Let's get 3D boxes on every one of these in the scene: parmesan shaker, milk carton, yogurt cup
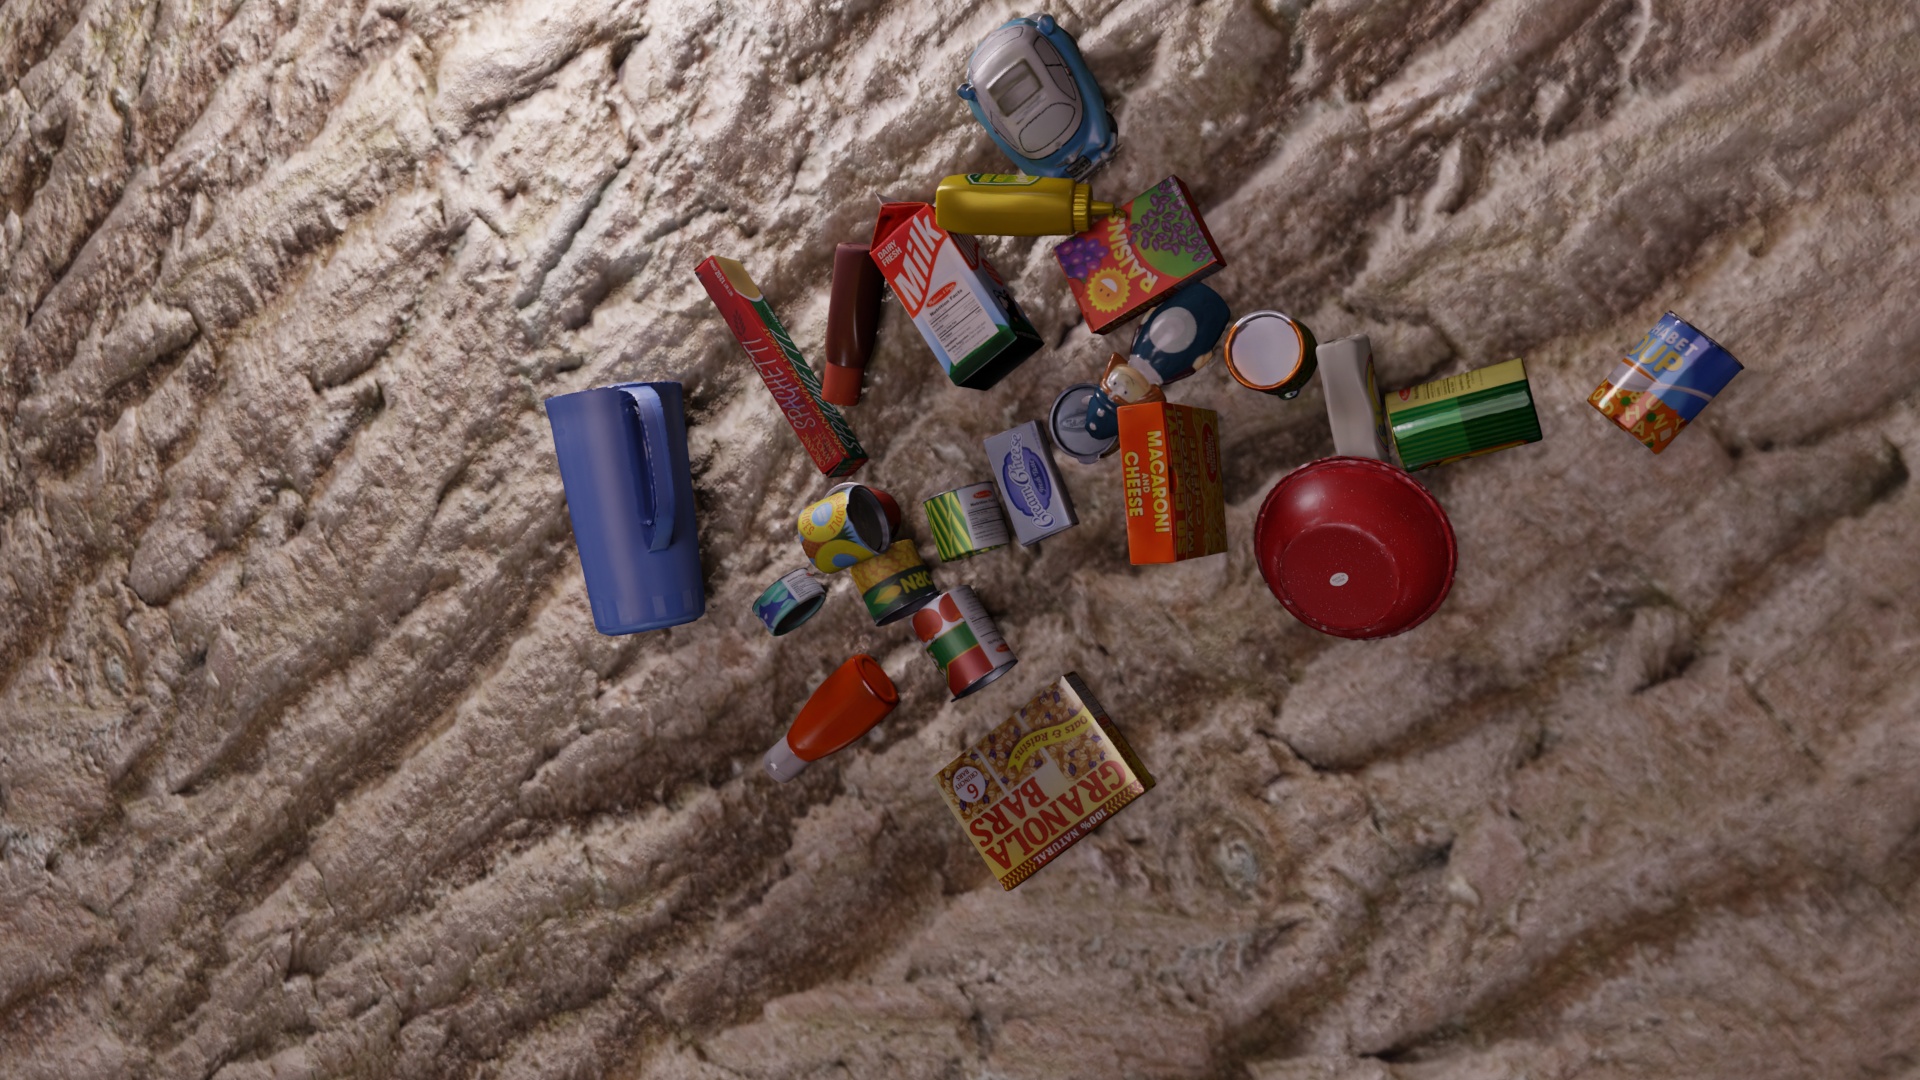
[{"bbox_3d":[0.388,-0.094,1.071,0.103,0.071,0.071,-14,86,24],"label":"parmesan shaker"},{"bbox_3d":[-0.013,-0.233,1.248,0.073,0.072,0.191,-37,78,21],"label":"milk carton"},{"bbox_3d":[-0.091,-0.020,1.300,0.072,0.054,0.072,1,92,24],"label":"yogurt cup"}]

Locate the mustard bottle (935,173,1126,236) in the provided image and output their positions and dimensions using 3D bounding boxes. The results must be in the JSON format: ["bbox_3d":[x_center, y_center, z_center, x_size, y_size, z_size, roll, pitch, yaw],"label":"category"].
[{"bbox_3d":[0.061,-0.285,1.181,0.160,0.065,0.048,4,116,11],"label":"mustard bottle"}]

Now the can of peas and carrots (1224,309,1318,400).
[{"bbox_3d":[0.255,-0.151,1.137,0.071,0.059,0.071,1,92,25],"label":"can of peas and carrots"}]

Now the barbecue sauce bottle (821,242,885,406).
[{"bbox_3d":[-0.101,-0.201,1.296,0.044,0.065,0.148,16,107,18],"label":"barbecue sauce bottle"}]

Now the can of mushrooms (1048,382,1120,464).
[{"bbox_3d":[0.113,-0.102,1.216,0.071,0.033,0.071,1,92,24],"label":"can of mushrooms"}]

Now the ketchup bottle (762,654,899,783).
[{"bbox_3d":[-0.129,0.176,1.329,0.148,0.043,0.065,-42,75,20],"label":"ketchup bottle"}]

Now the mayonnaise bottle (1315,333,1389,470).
[{"bbox_3d":[0.319,-0.089,1.109,0.041,0.065,0.148,-10,98,27],"label":"mayonnaise bottle"}]

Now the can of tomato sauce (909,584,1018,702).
[{"bbox_3d":[0.001,0.093,1.255,0.071,0.071,0.083,-37,76,21],"label":"can of tomato sauce"}]

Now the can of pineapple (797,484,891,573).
[{"bbox_3d":[-0.104,-0.010,1.237,0.057,0.071,0.071,-22,83,24],"label":"can of pineapple"}]

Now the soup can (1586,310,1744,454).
[{"bbox_3d":[0.512,-0.116,1.016,0.071,0.071,0.083,44,108,17],"label":"soup can"}]

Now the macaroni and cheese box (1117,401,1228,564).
[{"bbox_3d":[0.174,-0.047,1.117,0.040,0.167,0.123,-5,90,24],"label":"macaroni and cheese box"}]

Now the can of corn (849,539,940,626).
[{"bbox_3d":[-0.059,0.038,1.280,0.071,0.071,0.058,-31,79,22],"label":"can of corn"}]

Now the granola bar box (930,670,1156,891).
[{"bbox_3d":[0.073,0.215,1.242,0.165,0.039,0.124,-41,75,20],"label":"granola bar box"}]

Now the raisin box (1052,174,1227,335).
[{"bbox_3d":[0.152,-0.242,1.191,0.123,0.040,0.086,-28,81,23],"label":"raisin box"}]

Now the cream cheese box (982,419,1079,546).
[{"bbox_3d":[0.063,-0.052,1.245,0.053,0.024,0.104,-23,82,24],"label":"cream cheese box"}]

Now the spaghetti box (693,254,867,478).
[{"bbox_3d":[-0.172,-0.168,1.334,0.028,0.050,0.250,-38,77,22],"label":"spaghetti box"}]

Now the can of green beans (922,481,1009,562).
[{"bbox_3d":[0.006,-0.016,1.249,0.071,0.071,0.058,-19,85,24],"label":"can of green beans"}]

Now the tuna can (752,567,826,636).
[{"bbox_3d":[-0.165,0.061,1.329,0.071,0.071,0.033,-45,75,19],"label":"tuna can"}]
